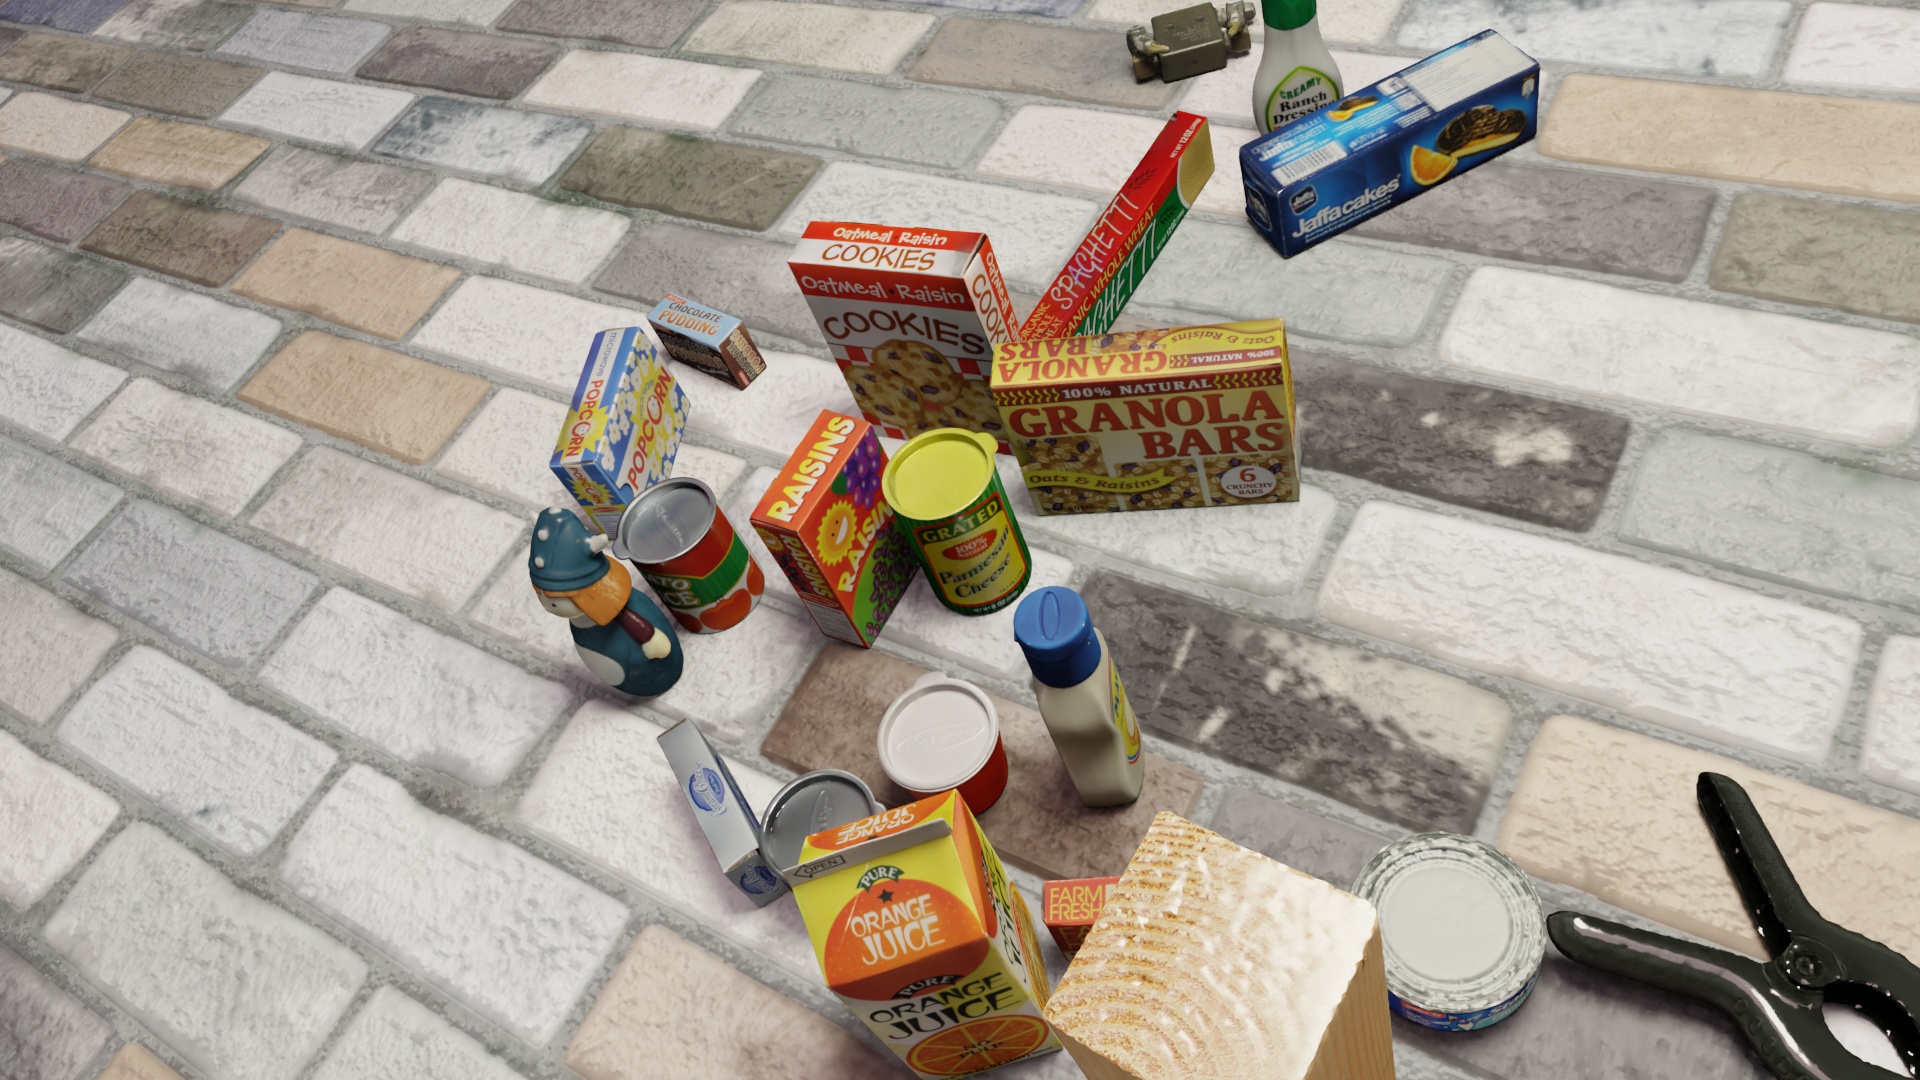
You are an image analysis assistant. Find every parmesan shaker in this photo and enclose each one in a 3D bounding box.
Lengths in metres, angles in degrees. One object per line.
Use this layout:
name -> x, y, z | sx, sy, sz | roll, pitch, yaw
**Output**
parmesan shaker -> 0.003, -0.010, 0.826 | 0.071, 0.102, 0.071 | -10, 52, 12

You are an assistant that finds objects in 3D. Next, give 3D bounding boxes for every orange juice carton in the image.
orange juice carton -> -0.014, 0.177, 0.630 | 0.072, 0.191, 0.073 | -19, 50, 5

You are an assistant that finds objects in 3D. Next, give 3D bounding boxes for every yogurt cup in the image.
yogurt cup -> -0.006, 0.118, 0.763 | 0.072, 0.053, 0.073 | -9, 52, 12

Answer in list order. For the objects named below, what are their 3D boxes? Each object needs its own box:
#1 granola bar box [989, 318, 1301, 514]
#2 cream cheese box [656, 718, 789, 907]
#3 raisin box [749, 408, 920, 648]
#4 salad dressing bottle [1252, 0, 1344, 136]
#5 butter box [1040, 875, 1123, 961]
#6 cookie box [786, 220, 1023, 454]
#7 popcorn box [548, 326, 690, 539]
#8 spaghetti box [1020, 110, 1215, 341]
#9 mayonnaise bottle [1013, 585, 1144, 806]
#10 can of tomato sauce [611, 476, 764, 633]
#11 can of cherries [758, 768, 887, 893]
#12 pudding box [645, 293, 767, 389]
granola bar box -> 0.112, -0.069, 0.820 | 0.165, 0.123, 0.039 | -3, 53, 17
cream cheese box -> -0.133, 0.152, 0.781 | 0.024, 0.053, 0.104 | -33, 50, -7
raisin box -> -0.069, -0.006, 0.834 | 0.040, 0.123, 0.086 | 16, 61, 29
salad dressing bottle -> 0.232, -0.336, 0.968 | 0.064, 0.147, 0.044 | -13, 51, 9
butter box -> 0.095, 0.184, 0.678 | 0.103, 0.053, 0.024 | -7, 52, 14
cookie box -> -0.023, -0.127, 0.883 | 0.123, 0.166, 0.040 | 10, 58, 26
popcorn box -> -0.235, -0.076, 0.970 | 0.038, 0.085, 0.127 | -5, 53, 16
spaghetti box -> 0.110, -0.200, 0.970 | 0.029, 0.050, 0.251 | 19, 62, 30
mayonnaise bottle -> 0.062, 0.078, 0.709 | 0.041, 0.147, 0.065 | -9, 52, 13
can of tomato sauce -> -0.171, 0.012, 0.883 | 0.071, 0.082, 0.071 | -10, 52, 12
can of cherries -> -0.064, 0.165, 0.744 | 0.071, 0.058, 0.072 | -10, 52, 12
pudding box -> -0.189, -0.149, 1.034 | 0.084, 0.049, 0.030 | 25, 66, 33
